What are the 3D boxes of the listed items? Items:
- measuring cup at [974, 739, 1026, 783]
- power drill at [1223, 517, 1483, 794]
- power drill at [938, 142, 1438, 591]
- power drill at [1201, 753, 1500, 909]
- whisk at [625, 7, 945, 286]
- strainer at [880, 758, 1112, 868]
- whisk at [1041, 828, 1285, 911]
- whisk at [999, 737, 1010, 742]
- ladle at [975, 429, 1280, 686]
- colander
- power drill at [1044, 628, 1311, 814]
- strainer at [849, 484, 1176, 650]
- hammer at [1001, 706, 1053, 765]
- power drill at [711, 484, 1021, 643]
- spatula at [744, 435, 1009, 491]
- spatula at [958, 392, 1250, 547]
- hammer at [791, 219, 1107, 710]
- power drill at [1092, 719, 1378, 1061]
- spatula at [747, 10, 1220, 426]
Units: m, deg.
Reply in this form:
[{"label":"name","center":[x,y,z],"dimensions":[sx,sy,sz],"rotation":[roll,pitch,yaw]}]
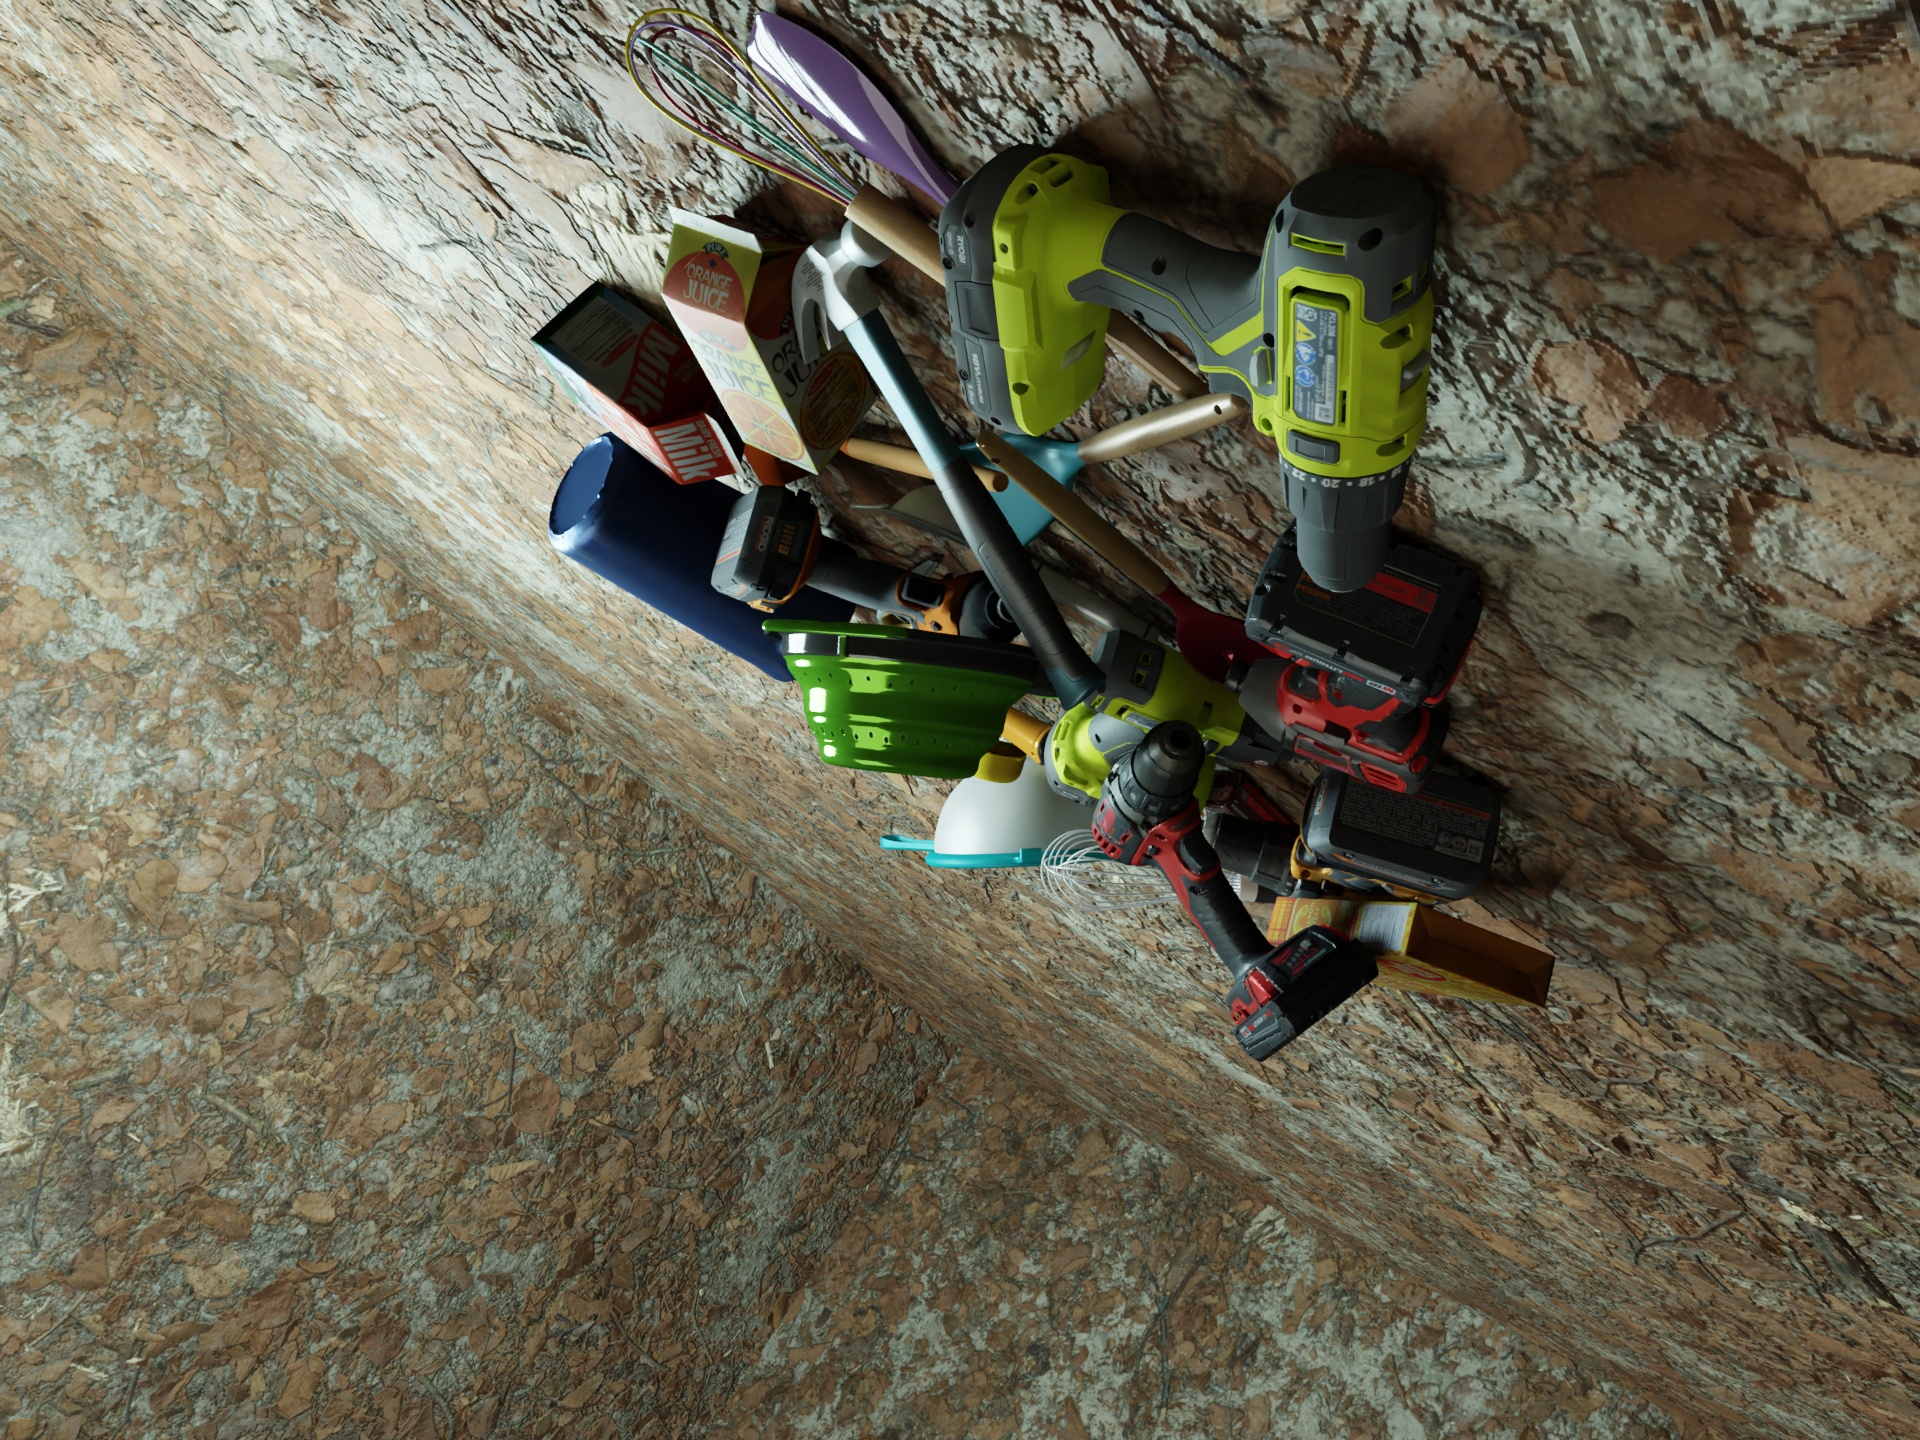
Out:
[{"label":"measuring cup","center":[0.059,0.036,1.413],"dimensions":[0.062,0.029,0.156],"rotation":[23,-166,38]},{"label":"power drill","center":[0.226,-0.031,0.948],"dimensions":[0.143,0.078,0.219],"rotation":[24,165,17]},{"label":"power drill","center":[0.107,-0.166,0.733],"dimensions":[0.229,0.080,0.190],"rotation":[25,141,33]},{"label":"power drill","center":[0.269,0.088,1.141],"dimensions":[0.185,0.084,0.226],"rotation":[16,164,5]},{"label":"whisk","center":[-0.073,-0.298,0.858],"dimensions":[0.245,0.047,0.051],"rotation":[34,176,-11]},{"label":"strainer","center":[0.030,0.085,1.524],"dimensions":[0.211,0.095,0.340],"rotation":[-2,180,-40]},{"label":"whisk","center":[0.208,0.136,1.334],"dimensions":[0.284,0.070,0.070],"rotation":[7,164,-5]},{"label":"whisk","center":[0.018,-0.020,1.459],"dimensions":[0.058,0.059,0.246],"rotation":[-5,152,3]},{"label":"ladle","center":[0.108,-0.095,0.982],"dimensions":[0.069,0.031,0.315],"rotation":[-6,153,40]},{"label":"colander","center":[-0.002,-0.004,1.178],"dimensions":[0.204,0.094,0.397],"rotation":[5,178,27]},{"label":"power drill","center":[0.158,0.015,1.198],"dimensions":[0.171,0.080,0.223],"rotation":[21,161,-4]},{"label":"strainer","center":[0.044,-0.113,1.147],"dimensions":[0.258,0.050,0.087],"rotation":[29,-176,-1]},{"label":"hammer","center":[-0.043,-0.047,1.409],"dimensions":[0.337,0.034,0.127],"rotation":[28,156,35]},{"label":"power drill","center":[-0.060,-0.105,1.195],"dimensions":[0.226,0.084,0.164],"rotation":[17,175,-18]},{"label":"spatula","center":[-0.069,-0.184,1.119],"dimensions":[0.323,0.041,0.081],"rotation":[25,145,53]},{"label":"spatula","center":[0.078,-0.153,0.925],"dimensions":[0.082,0.044,0.317],"rotation":[60,164,-10]},{"label":"hammer","center":[-0.001,-0.148,0.983],"dimensions":[0.331,0.033,0.128],"rotation":[58,155,-15]},{"label":"power drill","center":[0.181,0.110,1.098],"dimensions":[0.227,0.080,0.187],"rotation":[53,162,16]},{"label":"spatula","center":[0.018,-0.257,0.827],"dimensions":[0.316,0.018,0.060],"rotation":[38,161,-7]}]
